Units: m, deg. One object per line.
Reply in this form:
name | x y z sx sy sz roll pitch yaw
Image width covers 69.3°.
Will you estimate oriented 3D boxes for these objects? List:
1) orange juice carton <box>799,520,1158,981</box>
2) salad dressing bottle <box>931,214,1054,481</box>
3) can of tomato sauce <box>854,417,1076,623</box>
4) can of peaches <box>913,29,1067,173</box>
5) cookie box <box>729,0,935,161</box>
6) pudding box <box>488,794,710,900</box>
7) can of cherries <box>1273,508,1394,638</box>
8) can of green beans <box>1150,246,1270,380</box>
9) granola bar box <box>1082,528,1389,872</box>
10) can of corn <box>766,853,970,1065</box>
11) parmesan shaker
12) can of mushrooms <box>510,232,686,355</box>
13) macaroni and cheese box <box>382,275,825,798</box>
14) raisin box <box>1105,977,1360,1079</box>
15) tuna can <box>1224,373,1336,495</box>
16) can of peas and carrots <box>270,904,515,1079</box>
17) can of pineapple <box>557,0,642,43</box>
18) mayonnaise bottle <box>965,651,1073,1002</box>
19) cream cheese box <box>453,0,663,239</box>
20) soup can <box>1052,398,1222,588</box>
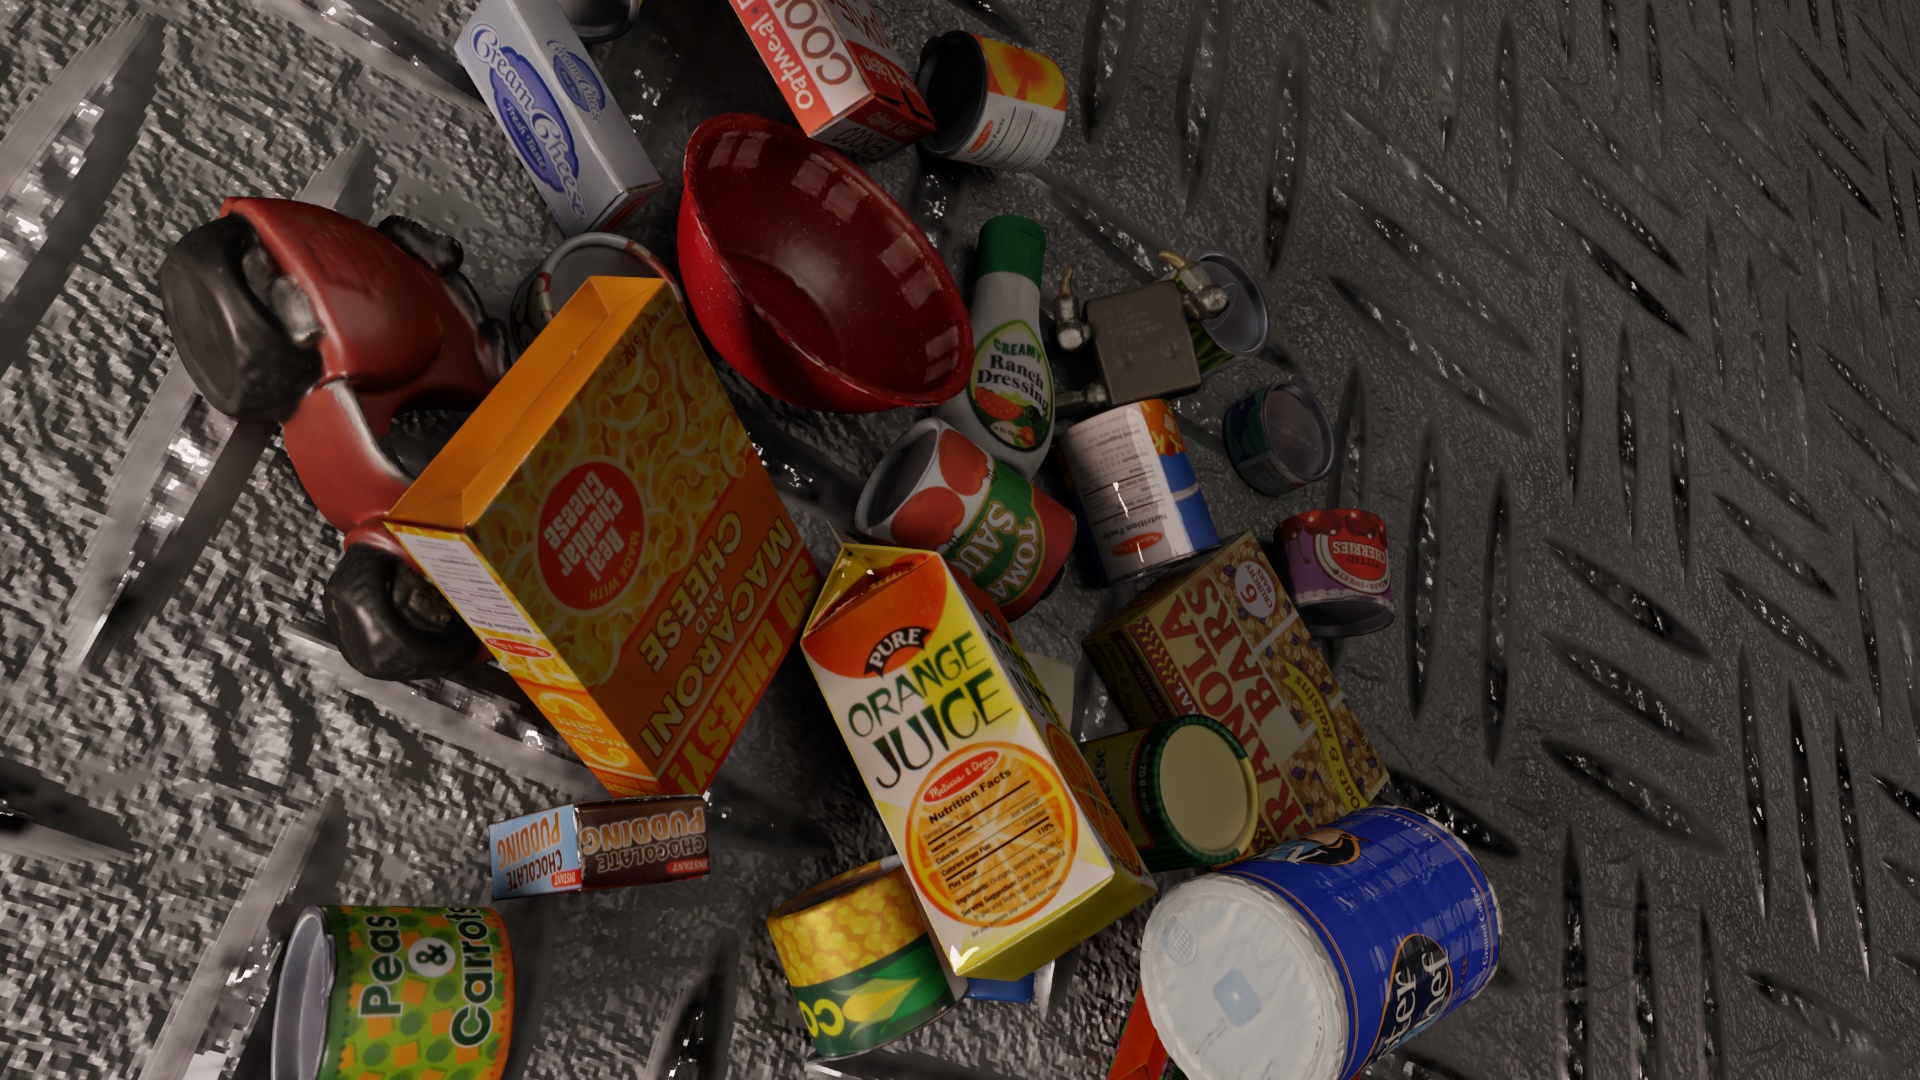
orange juice carton | -0.003 0.076 0.574 0.193 0.073 0.071 60 8 27
salad dressing bottle | 0.020 -0.099 0.716 0.064 0.044 0.148 20 62 -26
can of tomato sauce | 0.002 -0.008 0.651 0.083 0.071 0.071 34 55 -23
can of peaches | 0.015 -0.238 0.751 0.058 0.071 0.071 0 73 -38
cookie box | -0.079 -0.269 0.667 0.167 0.040 0.123 60 16 -3
pudding box | -0.129 0.109 0.494 0.050 0.083 0.030 3 75 -38
can of cherries | 0.218 0.019 0.808 0.071 0.071 0.058 18 63 -32
can of green beans | 0.136 -0.127 0.809 0.071 0.057 0.071 15 65 -34
granola bar box | 0.153 0.093 0.749 0.125 0.039 0.165 -33 94 -41
can of corn | -0.040 0.166 0.555 0.071 0.071 0.058 -19 85 -41
parmesan shaker | 0.077 0.118 0.638 0.071 0.102 0.071 15 65 -33
can of mushrooms | -0.151 -0.093 0.588 0.071 0.033 0.071 15 63 -33
macaroni and cheese box | -0.119 0.006 0.516 0.124 0.040 0.165 -62 147 -34
raisin box | 0.135 0.260 0.671 0.123 0.040 0.086 43 51 -18
tuna can | 0.195 -0.065 0.847 0.071 0.032 0.071 15 65 -34
can of peas and carrots | -0.181 0.150 0.446 0.059 0.070 0.071 12 67 -35
can of pineapple | -0.168 -0.268 0.618 0.071 0.070 0.058 28 57 -27
mayonnaise bottle | 0.019 0.127 0.619 0.041 0.064 0.148 17 67 -30
cream cheese box | -0.172 -0.182 0.592 0.024 0.053 0.103 -33 95 -43
soup can | 0.093 -0.024 0.732 0.071 0.071 0.084 -13 81 -40
